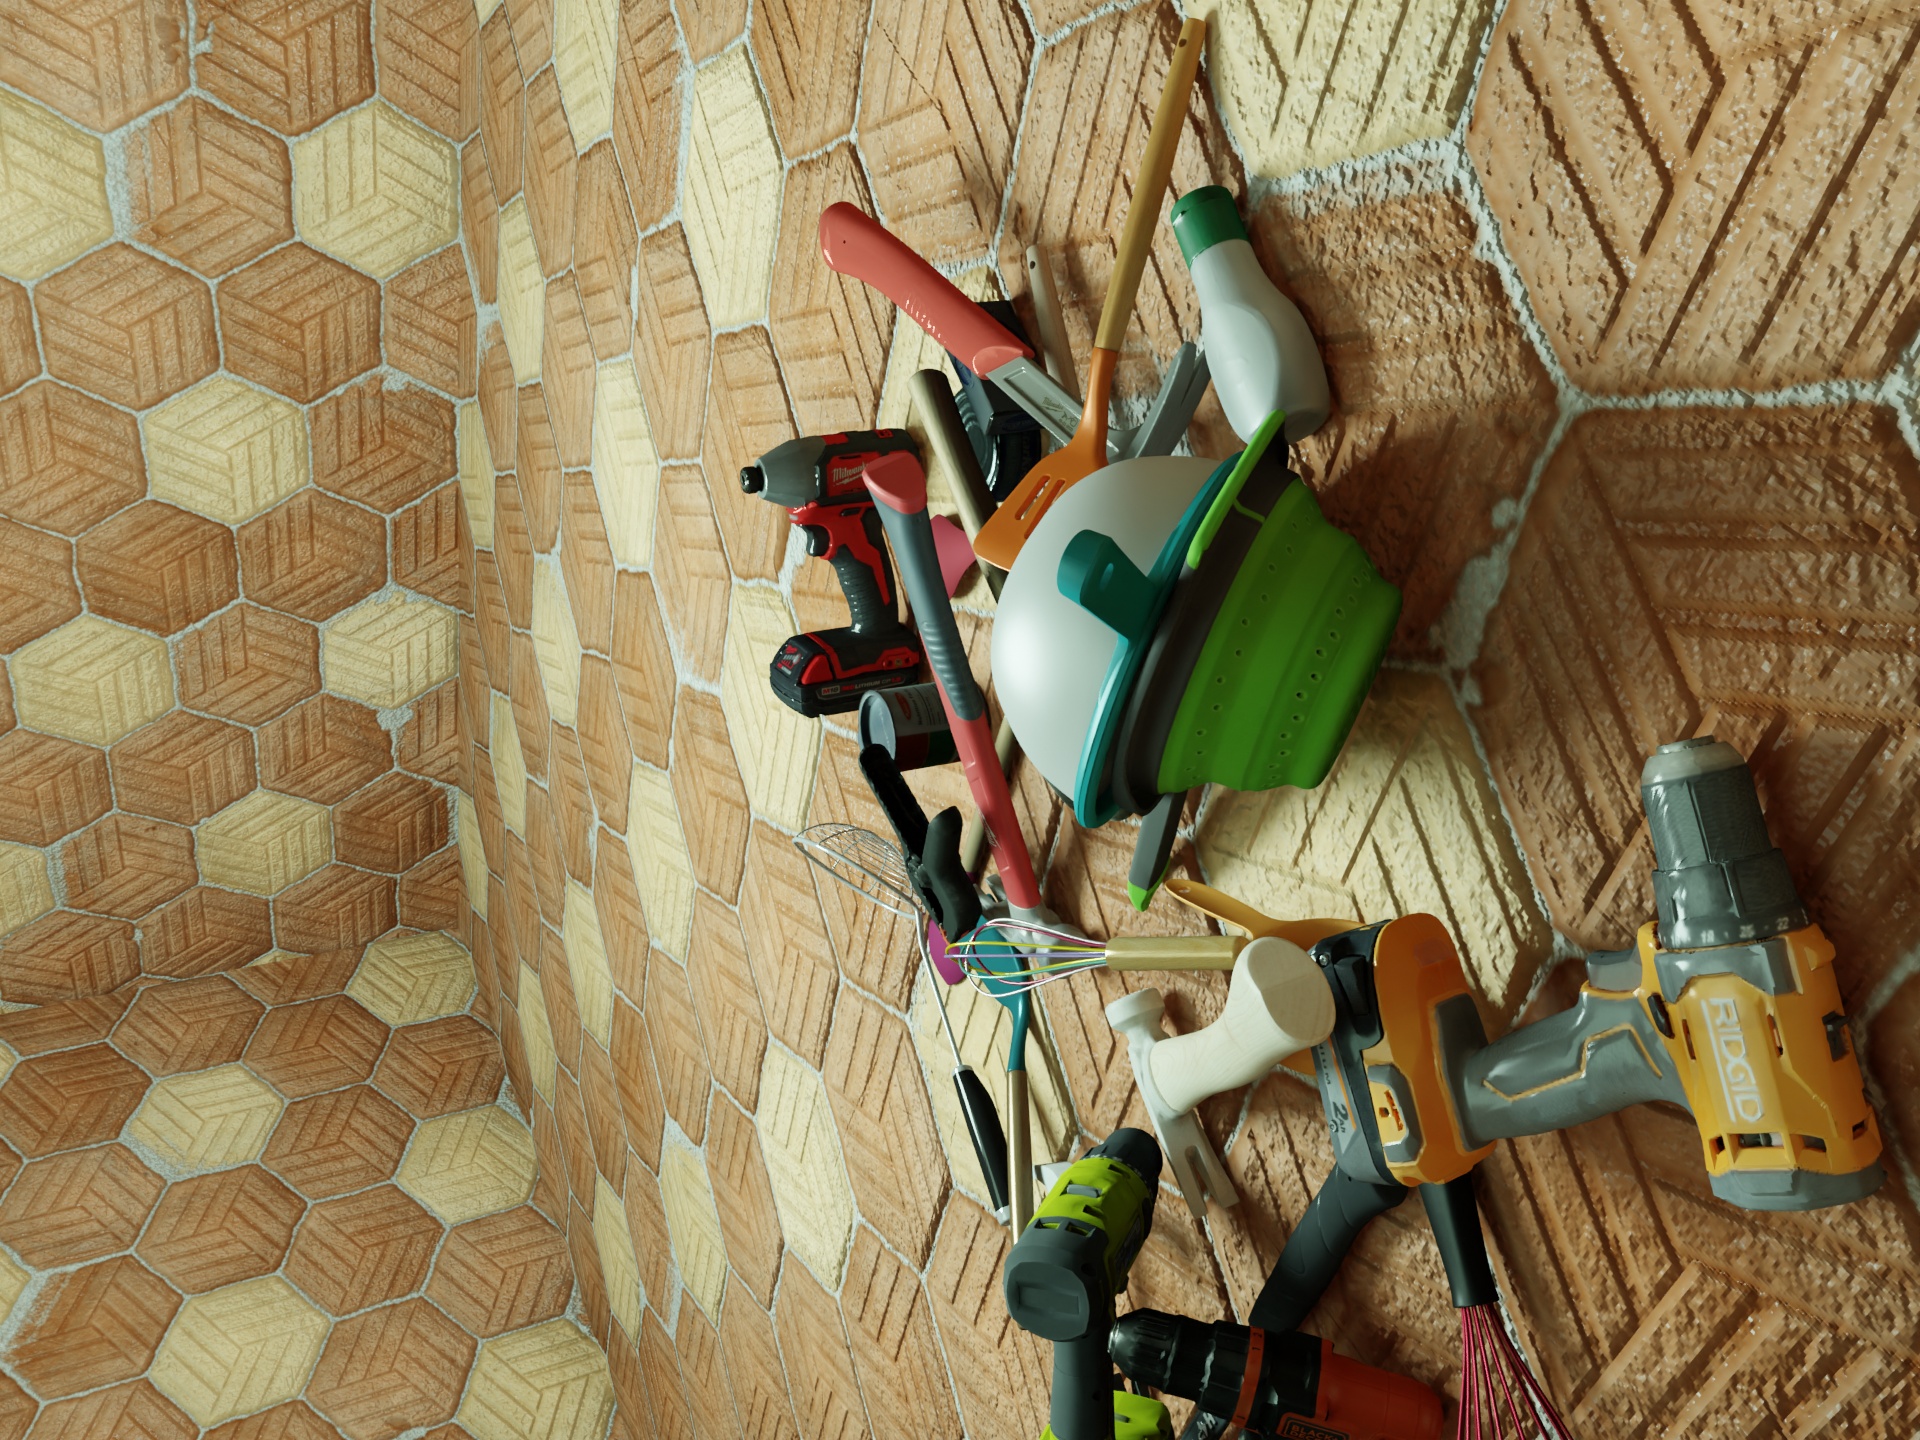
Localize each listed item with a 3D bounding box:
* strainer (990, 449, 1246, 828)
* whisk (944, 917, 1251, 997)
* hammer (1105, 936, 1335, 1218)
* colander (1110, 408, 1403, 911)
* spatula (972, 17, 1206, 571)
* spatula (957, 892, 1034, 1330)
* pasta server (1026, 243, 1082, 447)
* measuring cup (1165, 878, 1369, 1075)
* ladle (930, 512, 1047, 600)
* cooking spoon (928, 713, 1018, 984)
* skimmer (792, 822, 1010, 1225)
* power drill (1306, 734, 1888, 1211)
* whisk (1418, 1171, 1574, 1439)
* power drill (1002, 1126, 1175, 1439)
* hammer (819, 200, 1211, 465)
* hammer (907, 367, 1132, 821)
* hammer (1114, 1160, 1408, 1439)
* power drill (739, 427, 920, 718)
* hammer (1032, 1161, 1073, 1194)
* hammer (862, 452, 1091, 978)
[{"bbox_3d":[0.058,-0.061,0.775,0.095,0.340,0.211,25,92,16],"label":"strainer"},{"bbox_3d":[0.086,0.154,1.044,0.245,0.051,0.047,-9,115,42],"label":"whisk"},{"bbox_3d":[0.141,0.190,0.854,0.410,0.038,0.146,94,156,-72],"label":"hammer"},{"bbox_3d":[0.158,0.015,0.871,0.094,0.205,0.396,25,148,14],"label":"colander"},{"bbox_3d":[0.085,-0.238,0.910,0.081,0.041,0.322,25,104,43],"label":"spatula"},{"bbox_3d":[0.032,0.288,1.190,0.082,0.044,0.318,126,149,-51],"label":"spatula"},{"bbox_3d":[0.073,-0.157,1.008,0.060,0.040,0.316,-20,76,42],"label":"pasta server"},{"bbox_3d":[0.172,0.138,0.878,0.174,0.095,0.052,26,129,53],"label":"measuring cup"},{"bbox_3d":[0.039,-0.131,1.131,0.315,0.031,0.069,-5,92,61],"label":"ladle"},{"bbox_3d":[0.012,0.097,1.254,0.069,0.017,0.318,57,145,38],"label":"cooking spoon"},{"bbox_3d":[-0.044,0.238,1.277,0.127,0.090,0.364,59,-171,-60],"label":"skimmer"},{"bbox_3d":[0.260,0.114,0.692,0.226,0.084,0.185,-18,82,47],"label":"power drill"},{"bbox_3d":[0.265,0.313,0.799,0.073,0.073,0.296,137,126,-58],"label":"whisk"},{"bbox_3d":[0.088,0.385,0.999,0.080,0.190,0.228,2,103,22],"label":"power drill"},{"bbox_3d":[0.014,-0.258,1.037,0.359,0.036,0.149,49,119,36],"label":"hammer"},{"bbox_3d":[0.030,-0.091,1.050,0.031,0.130,0.331,-27,71,17],"label":"hammer"},{"bbox_3d":[0.185,0.385,0.993,0.149,0.036,0.408,57,143,41],"label":"hammer"},{"bbox_3d":[-0.102,-0.121,1.278,0.079,0.143,0.219,34,129,58],"label":"power drill"},{"bbox_3d":[0.084,0.521,1.162,0.144,0.035,0.405,-153,60,-78],"label":"hammer"},{"bbox_3d":[-0.002,-0.004,1.101,0.143,0.038,0.386,34,146,57],"label":"hammer"}]
